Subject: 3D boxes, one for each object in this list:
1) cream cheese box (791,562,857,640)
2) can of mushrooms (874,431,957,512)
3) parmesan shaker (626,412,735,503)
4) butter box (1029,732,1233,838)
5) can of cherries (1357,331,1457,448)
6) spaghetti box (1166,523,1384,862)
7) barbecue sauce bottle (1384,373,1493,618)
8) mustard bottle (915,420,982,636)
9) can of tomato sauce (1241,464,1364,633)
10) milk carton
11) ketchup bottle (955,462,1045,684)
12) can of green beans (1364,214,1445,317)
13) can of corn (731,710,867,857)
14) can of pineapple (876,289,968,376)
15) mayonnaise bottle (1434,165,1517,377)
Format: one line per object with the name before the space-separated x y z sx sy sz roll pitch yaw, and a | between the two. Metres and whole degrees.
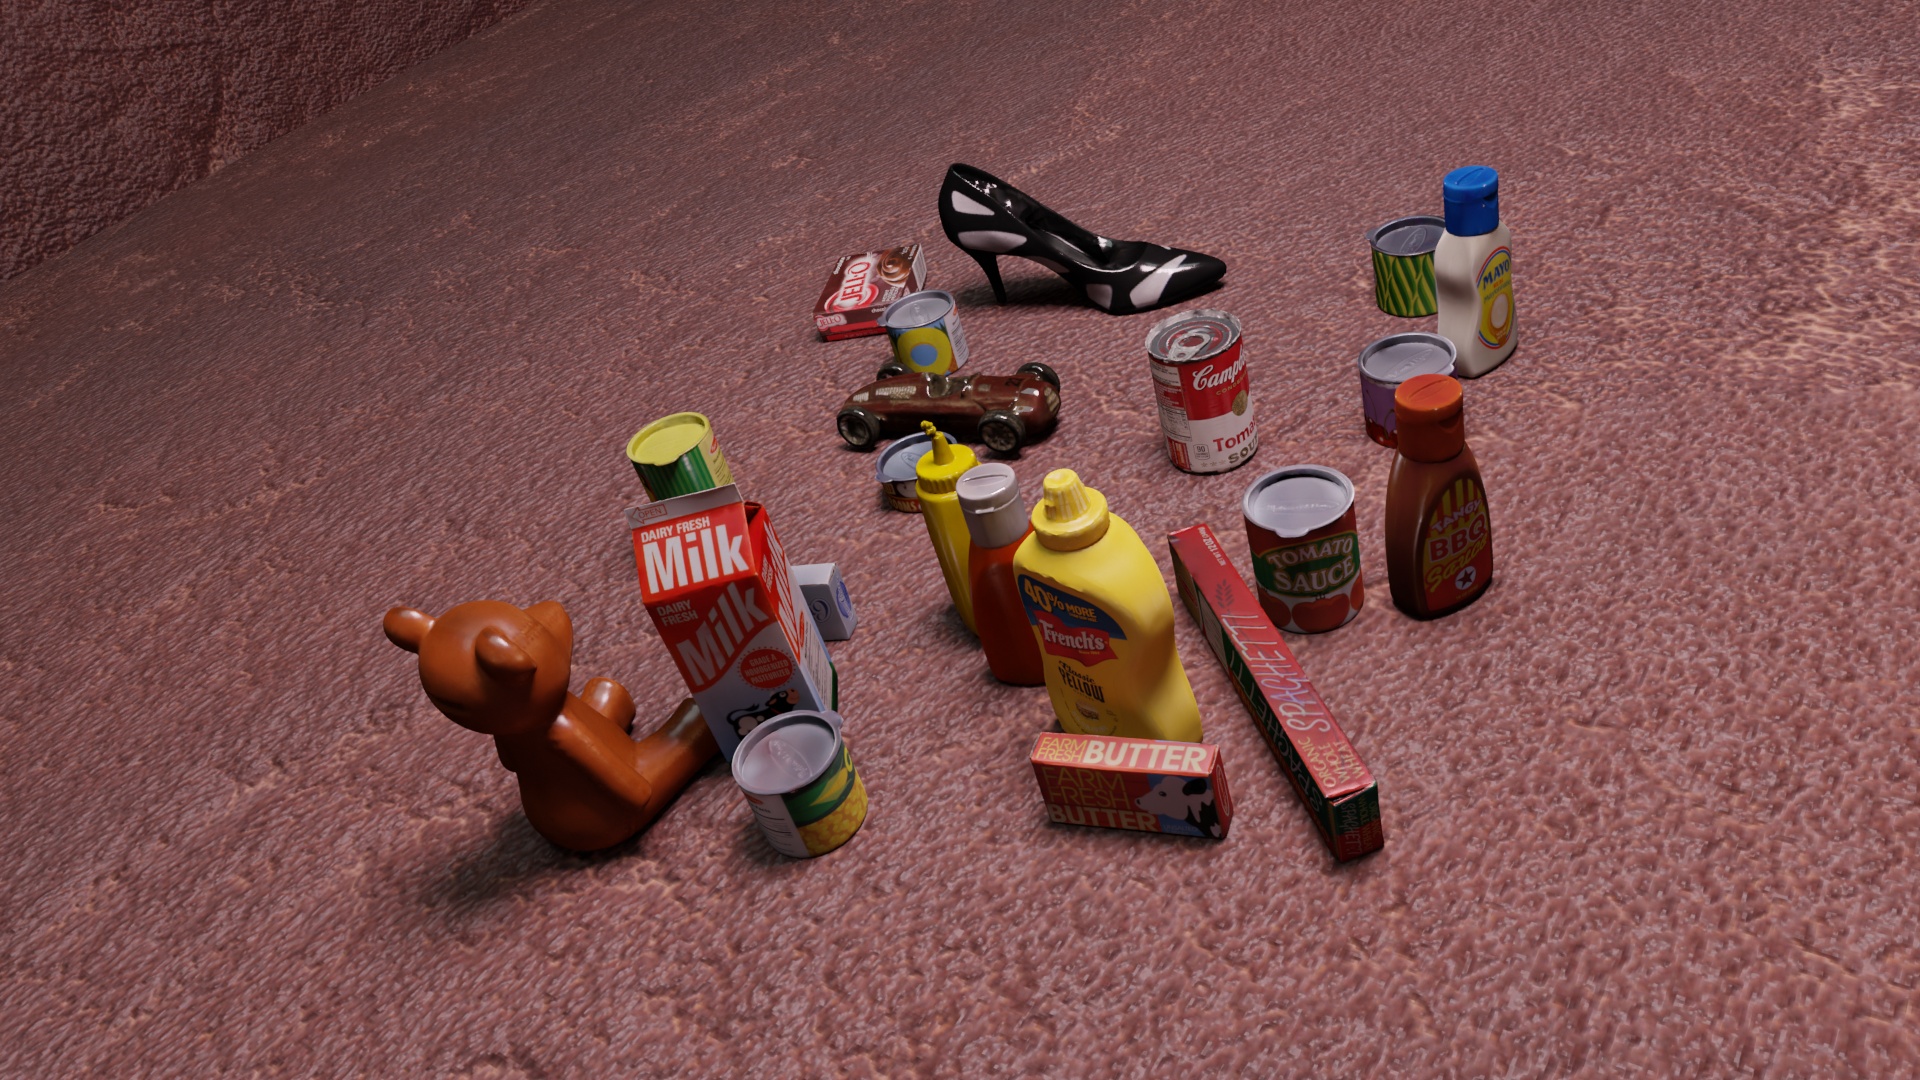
cream cheese box | -0.129 0.046 0.974 0.104 0.053 0.024 -5 37 18
can of mushrooms | -0.032 -0.053 1.083 0.071 0.033 0.071 -12 36 9
parmesan shaker | -0.208 -0.037 1.078 0.071 0.102 0.072 -12 36 9
butter box | 0.093 0.134 0.760 0.103 0.053 0.024 1 39 24
can of cherries | 0.318 -0.105 0.980 0.071 0.058 0.072 -12 36 9
spaghetti box | 0.176 0.078 0.803 0.029 0.050 0.251 -19 35 -1
barbecue sauce bottle | 0.278 -0.027 0.814 0.065 0.147 0.044 -28 36 -14
mustard bottle | 0.003 -0.011 0.902 0.049 0.159 0.065 -23 35 -7
can of tomato sauce | 0.212 0.007 0.854 0.071 0.082 0.071 -12 36 9
milk carton | -0.138 0.048 0.857 0.072 0.189 0.074 -14 35 6
ketchup bottle | 0.033 0.022 0.854 0.065 0.148 0.044 -7 36 15
can of green beans | 0.365 -0.220 1.116 0.071 0.057 0.071 -12 36 9
can of corn | -0.092 0.143 0.823 0.071 0.058 0.071 -12 36 9
can of pineapple | -0.032 -0.182 1.236 0.071 0.057 0.071 -12 36 9
mayonnaise bottle | 0.370 -0.194 1.000 0.065 0.147 0.041 -35 38 -23
